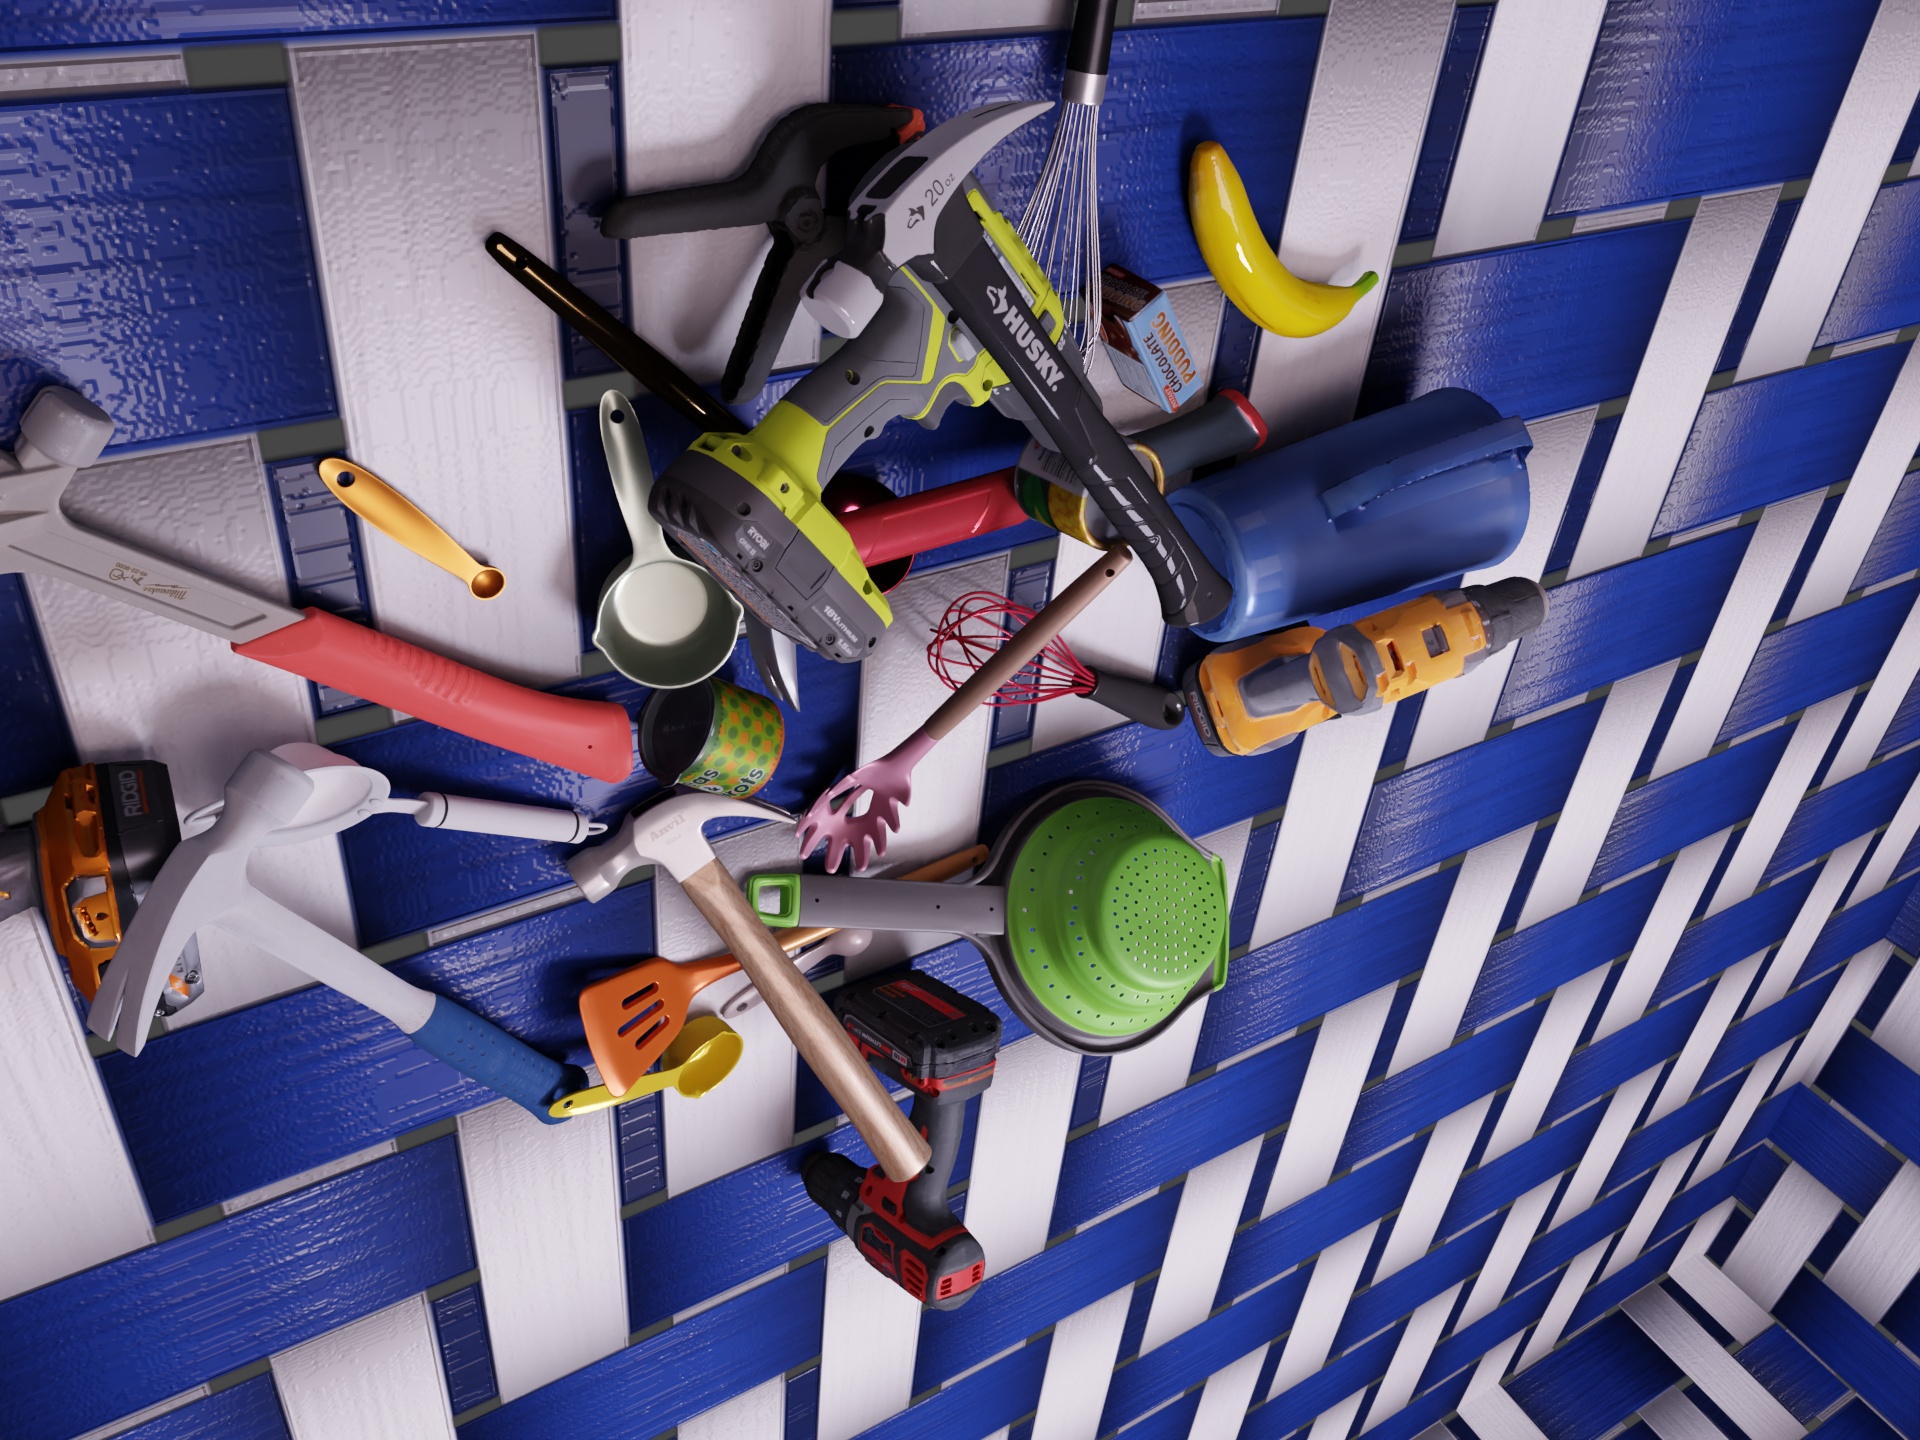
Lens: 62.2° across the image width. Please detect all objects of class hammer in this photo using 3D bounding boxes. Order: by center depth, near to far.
[{"bbox_3d":[-0.314,-0.025,0.796,0.358,0.037,0.149,27,104,-47],"label":"hammer"},{"bbox_3d":[0.061,-0.157,0.809,0.146,0.035,0.334,-55,134,-11],"label":"hammer"},{"bbox_3d":[-0.311,0.164,0.884,0.144,0.035,0.405,-60,156,-18],"label":"hammer"},{"bbox_3d":[0.040,-0.124,0.963,0.386,0.038,0.143,-20,124,-33],"label":"hammer"},{"bbox_3d":[-0.109,0.178,1.036,0.130,0.031,0.331,-35,114,-8],"label":"hammer"}]

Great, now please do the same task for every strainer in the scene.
[{"bbox_3d":[-0.297,0.046,0.866,0.087,0.050,0.258,-34,152,29],"label":"strainer"}]

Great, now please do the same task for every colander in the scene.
[{"bbox_3d":[0.050,0.132,1.115,0.397,0.094,0.204,6,78,-26],"label":"colander"}]

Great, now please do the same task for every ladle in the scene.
[{"bbox_3d":[-0.128,-0.156,0.844,0.069,0.031,0.315,-55,137,-2],"label":"ladle"}]

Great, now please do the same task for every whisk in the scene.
[{"bbox_3d":[0.060,-0.306,0.852,0.070,0.070,0.284,-11,124,-32],"label":"whisk"},{"bbox_3d":[0.075,-0.030,1.090,0.295,0.073,0.073,16,112,-51],"label":"whisk"}]

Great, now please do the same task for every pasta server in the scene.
[{"bbox_3d":[-0.002,-0.003,0.981,0.060,0.040,0.316,30,129,-22],"label":"pasta server"}]

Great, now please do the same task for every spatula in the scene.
[{"bbox_3d":[-0.111,0.153,1.099,0.322,0.041,0.081,-22,109,-26],"label":"spatula"}]

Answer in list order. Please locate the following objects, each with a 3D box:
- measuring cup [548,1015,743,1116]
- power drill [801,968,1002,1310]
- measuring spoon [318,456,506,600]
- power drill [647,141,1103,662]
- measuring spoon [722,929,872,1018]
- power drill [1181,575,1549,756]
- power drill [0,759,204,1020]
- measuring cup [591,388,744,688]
[{"bbox_3d":[-0.216,0.237,1.076,0.156,0.029,0.062,-6,127,-46],"label":"measuring cup"},{"bbox_3d":[-0.053,0.307,1.201,0.080,0.188,0.226,-9,110,-40],"label":"power drill"},{"bbox_3d":[-0.273,-0.096,0.793,0.021,0.011,0.116,-45,135,2],"label":"measuring spoon"},{"bbox_3d":[-0.030,-0.146,0.808,0.228,0.080,0.190,-53,132,-10],"label":"power drill"},{"bbox_3d":[-0.114,0.181,1.137,0.124,0.018,0.034,-32,138,-13],"label":"measuring spoon"},{"bbox_3d":[0.285,-0.044,1.124,0.185,0.226,0.084,-20,90,-25],"label":"power drill"},{"bbox_3d":[-0.482,0.107,0.739,0.226,0.084,0.164,-10,129,-28],"label":"power drill"},{"bbox_3d":[-0.168,-0.099,0.855,0.083,0.038,0.167,-13,116,-8],"label":"measuring cup"}]
